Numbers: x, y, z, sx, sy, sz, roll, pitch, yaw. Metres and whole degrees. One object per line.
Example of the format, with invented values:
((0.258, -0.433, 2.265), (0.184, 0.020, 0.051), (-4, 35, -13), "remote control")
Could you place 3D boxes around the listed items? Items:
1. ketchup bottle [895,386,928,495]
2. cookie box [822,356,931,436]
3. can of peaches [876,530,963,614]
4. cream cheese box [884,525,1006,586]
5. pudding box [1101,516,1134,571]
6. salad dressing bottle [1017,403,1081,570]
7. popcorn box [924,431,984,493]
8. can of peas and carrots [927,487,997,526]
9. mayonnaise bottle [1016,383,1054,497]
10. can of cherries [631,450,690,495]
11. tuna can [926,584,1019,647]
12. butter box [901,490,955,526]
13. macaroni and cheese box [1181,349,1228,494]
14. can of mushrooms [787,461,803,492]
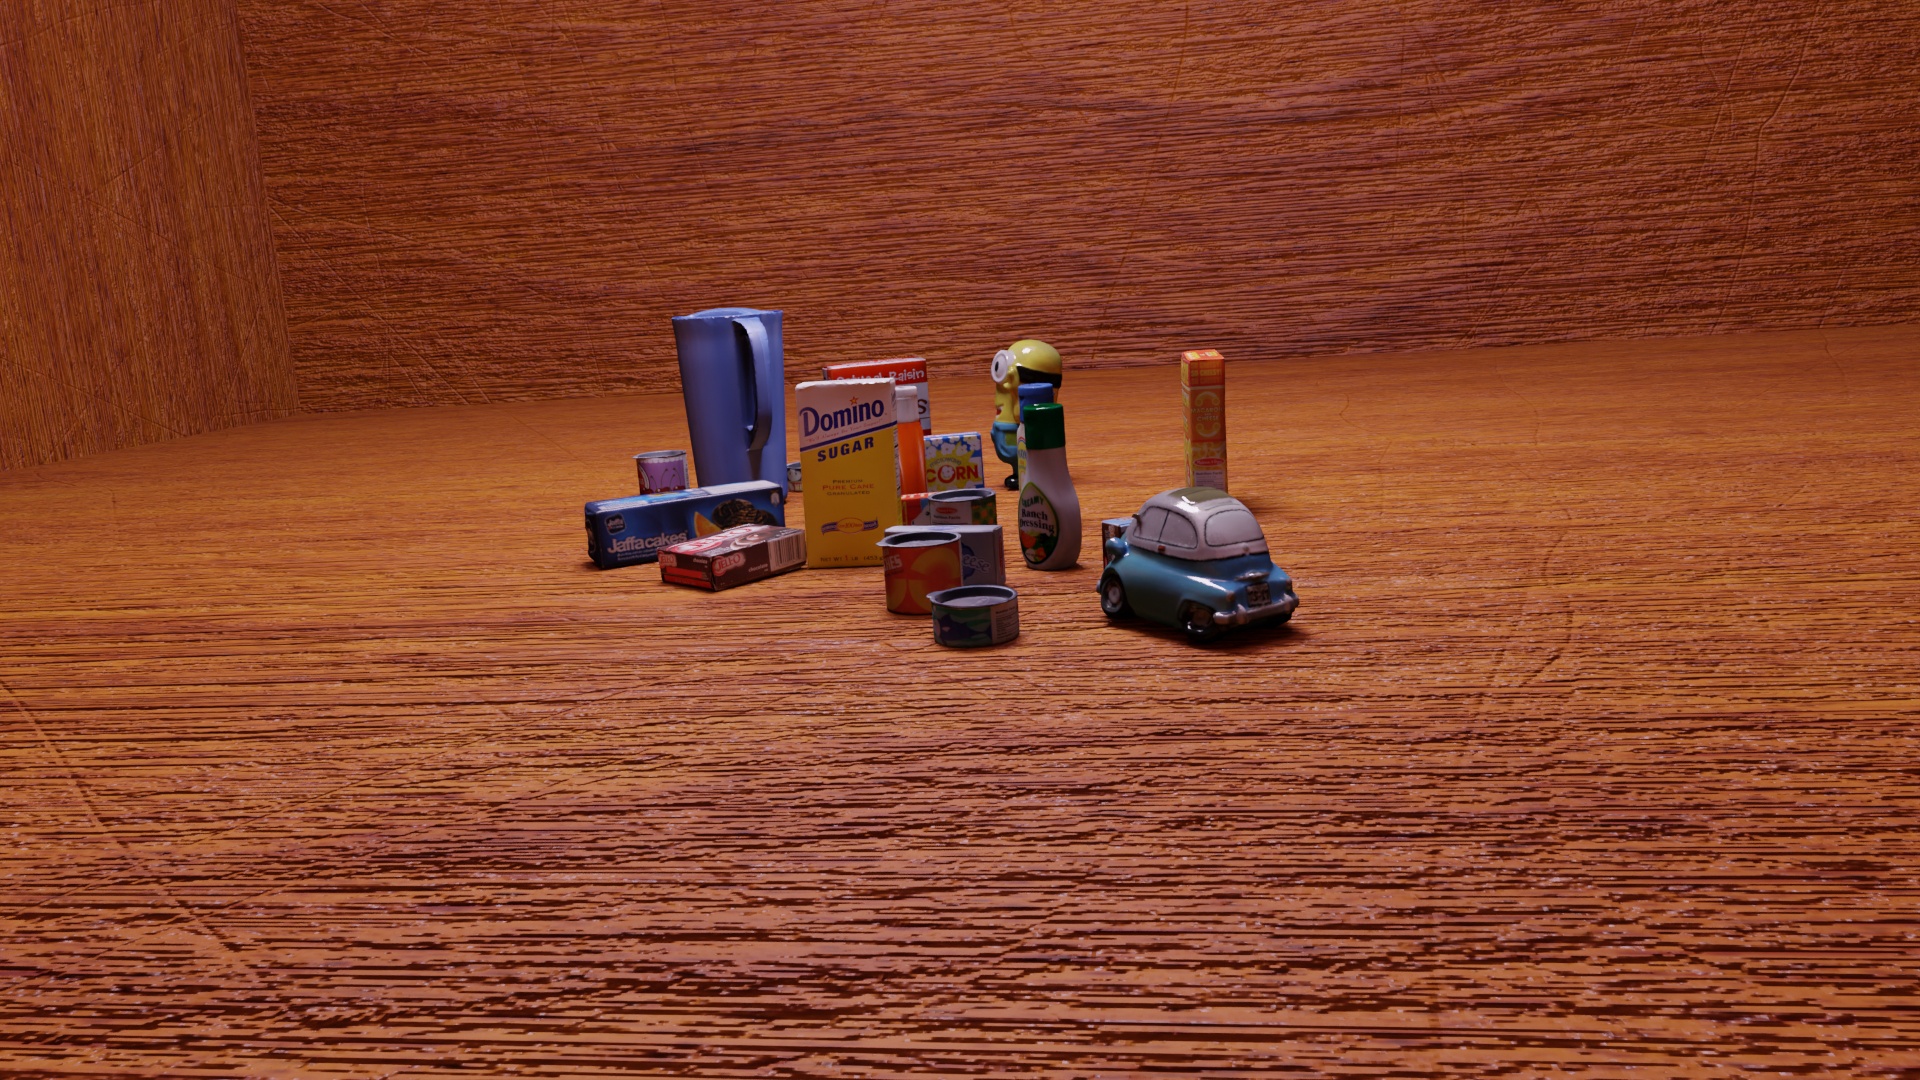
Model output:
((-0.061, -0.094, 1.523), (0.043, 0.148, 0.065), (-8, 11, -18), "ketchup bottle")
((-0.099, -0.135, 1.694), (0.123, 0.167, 0.040), (-8, 12, -22), "cookie box")
((-0.033, 0.026, 1.147), (0.071, 0.058, 0.071), (-4, 11, 1), "can of peaches")
((-0.014, 0.014, 1.211), (0.104, 0.053, 0.024), (0, 12, 19), "cream cheese box")
((0.166, 0.002, 1.219), (0.084, 0.049, 0.030), (-10, 12, -28), "pudding box")
((0.079, -0.049, 1.255), (0.044, 0.147, 0.064), (-13, 14, -38), "salad dressing bottle")
((-0.037, -0.077, 1.593), (0.127, 0.085, 0.038), (-5, 11, -8), "popcorn box")
((0.005, -0.017, 1.346), (0.071, 0.058, 0.071), (-4, 11, 1), "can of peas and carrots")
((0.082, -0.089, 1.450), (0.041, 0.147, 0.065), (-8, 11, -18), "mayonnaise bottle")
((-0.394, -0.086, 1.826), (0.071, 0.058, 0.071), (-4, 11, 1), "can of cherries")
((0.009, 0.057, 1.045), (0.071, 0.032, 0.071), (-4, 11, 1), "tuna can")
((-0.055, -0.019, 1.393), (0.103, 0.053, 0.024), (-4, 11, 0), "butter box")
((0.257, -0.113, 1.466), (0.040, 0.166, 0.124), (-3, 11, 6), "macaroni and cheese box")
((-0.196, -0.084, 1.814), (0.071, 0.033, 0.071), (-4, 11, 1), "can of mushrooms")
